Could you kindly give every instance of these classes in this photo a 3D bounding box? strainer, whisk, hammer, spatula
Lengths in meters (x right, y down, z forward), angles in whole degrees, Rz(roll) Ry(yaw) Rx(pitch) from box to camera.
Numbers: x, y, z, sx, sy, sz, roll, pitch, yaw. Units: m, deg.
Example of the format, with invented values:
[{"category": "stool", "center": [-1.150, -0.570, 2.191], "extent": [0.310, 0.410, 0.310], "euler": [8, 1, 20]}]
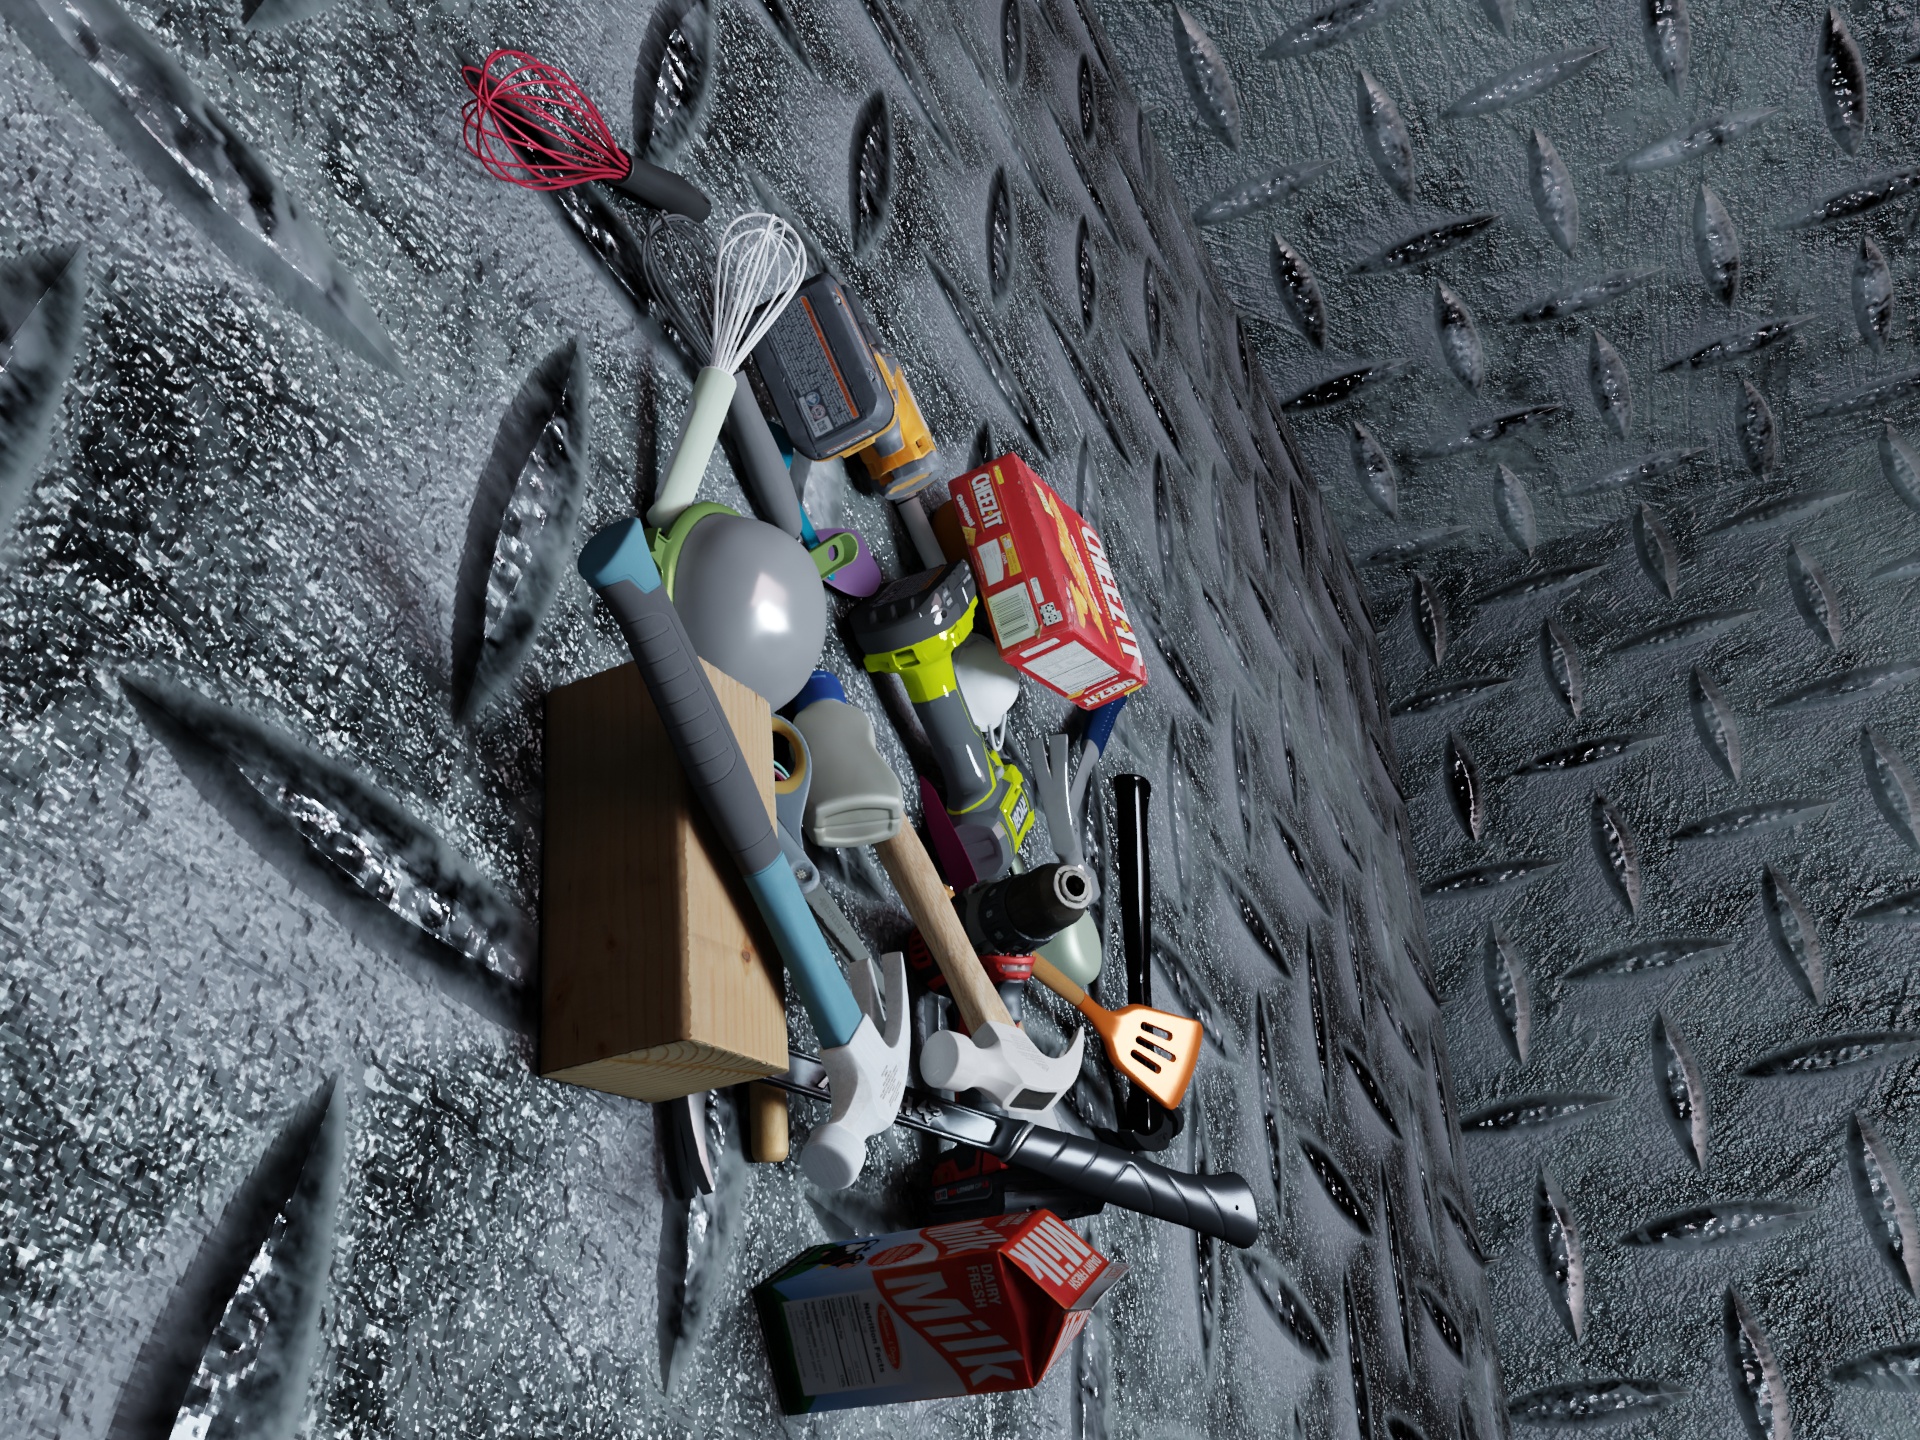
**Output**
[{"category": "strainer", "center": [-0.104, -0.083, 1.032], "extent": [0.256, 0.069, 0.151], "euler": [-45, 126, -59]}, {"category": "whisk", "center": [-0.160, -0.234, 1.090], "extent": [0.055, 0.055, 0.238], "euler": [-58, 131, -61]}, {"category": "hammer", "center": [0.016, 0.245, 0.926], "extent": [0.408, 0.036, 0.149], "euler": [25, 58, -25]}, {"category": "hammer", "center": [-0.104, 0.058, 0.783], "extent": [0.331, 0.033, 0.128], "euler": [67, 23, -15]}, {"category": "spatula", "center": [0.088, 0.213, 1.283], "extent": [0.322, 0.041, 0.081], "euler": [41, 62, -36]}, {"category": "whisk", "center": [-0.116, 0.133, 0.933], "extent": [0.051, 0.047, 0.245], "euler": [17, 62, -49]}, {"category": "strainer", "center": [-0.003, -0.095, 1.359], "extent": [0.087, 0.050, 0.258], "euler": [-36, 104, -51]}, {"category": "hammer", "center": [0.156, 0.215, 1.414], "extent": [0.146, 0.035, 0.335], "euler": [7, 80, -64]}, {"category": "spatula", "center": [-0.124, -0.106, 1.110], "extent": [0.060, 0.018, 0.316], "euler": [61, 22, 3]}, {"category": "whisk", "center": [-0.227, -0.356, 1.011], "extent": [0.296, 0.073, 0.073], "euler": [-20, 93, -73]}, {"category": "hammer", "center": [0.120, 0.027, 1.493], "extent": [0.406, 0.035, 0.144], "euler": [-59, 137, -69]}, {"category": "hammer", "center": [-0.019, 0.113, 0.994], "extent": [0.130, 0.031, 0.332], "euler": [24, 23, -38]}, {"category": "whisk", "center": [-0.154, -0.227, 1.024], "extent": [0.059, 0.058, 0.246], "euler": [22, 67, -16]}]

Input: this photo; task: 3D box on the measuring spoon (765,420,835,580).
[{"category": "measuring spoon", "center": [-0.114, -0.161, 1.144], "extent": [0.128, 0.021, 0.042], "euler": [63, 21, 3]}]

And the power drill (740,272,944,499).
[{"category": "power drill", "center": [-0.090, -0.270, 1.208], "extent": [0.185, 0.084, 0.226], "euler": [66, 11, 4]}]

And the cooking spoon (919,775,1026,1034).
[{"category": "cooking spoon", "center": [0.022, 0.183, 1.190], "extent": [0.069, 0.017, 0.318], "euler": [39, -30, 65]}]

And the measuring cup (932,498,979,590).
[{"category": "measuring cup", "center": [0.030, -0.147, 1.452], "extent": [0.173, 0.052, 0.095], "euler": [34, 44, -59]}]

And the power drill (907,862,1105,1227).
[{"category": "power drill", "center": [0.035, 0.211, 1.046], "extent": [0.080, 0.188, 0.227], "euler": [6, 66, -29]}]

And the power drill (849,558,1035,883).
[{"category": "power drill", "center": [-0.002, -0.004, 1.248], "extent": [0.171, 0.080, 0.223], "euler": [-57, 130, -67]}]

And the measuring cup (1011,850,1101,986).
[{"category": "measuring cup", "center": [0.078, 0.154, 1.357], "extent": [0.167, 0.038, 0.083], "euler": [67, 23, -18]}]
